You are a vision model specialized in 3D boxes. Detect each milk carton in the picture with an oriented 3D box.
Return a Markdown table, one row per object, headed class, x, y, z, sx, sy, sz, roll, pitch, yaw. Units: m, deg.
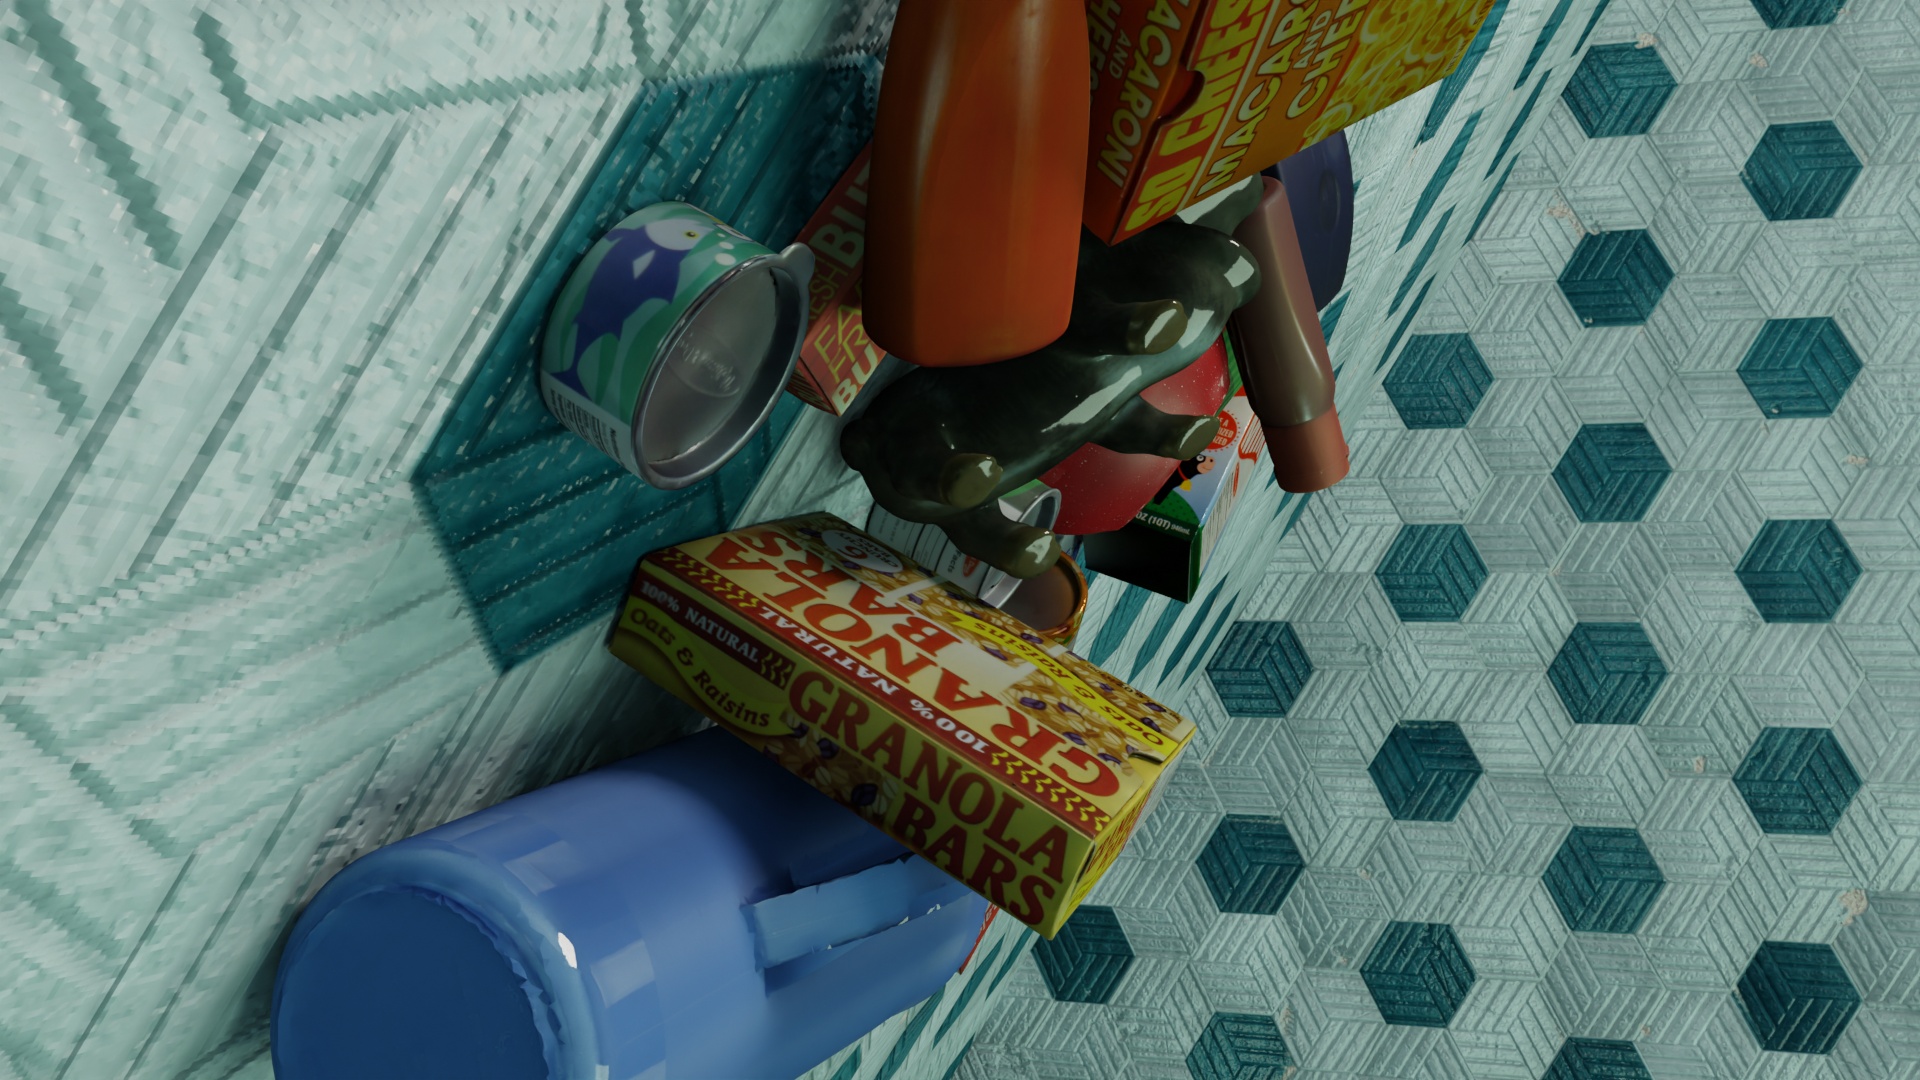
| class | x | y | z | sx | sy | sz | roll | pitch | yaw |
| --- | --- | --- | --- | --- | --- | --- | --- | --- | --- |
| milk carton | 0.145 | -0.064 | 0.863 | 0.191 | 0.072 | 0.073 | -60 | 158 | -27 |

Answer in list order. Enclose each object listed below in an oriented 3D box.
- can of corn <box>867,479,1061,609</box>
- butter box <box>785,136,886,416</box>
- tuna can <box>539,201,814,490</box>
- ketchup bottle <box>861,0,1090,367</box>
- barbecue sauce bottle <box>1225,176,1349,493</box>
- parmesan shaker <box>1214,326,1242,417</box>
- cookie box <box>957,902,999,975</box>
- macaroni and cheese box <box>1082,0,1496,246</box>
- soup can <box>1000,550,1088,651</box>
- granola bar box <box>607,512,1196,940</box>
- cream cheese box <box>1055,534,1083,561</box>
| class | x | y | z | sx | sy | sz | roll | pitch | yaw |
| --- | --- | --- | --- | --- | --- | --- | --- | --- | --- |
| can of corn | 0.002 | -0.008 | 0.602 | 0.071 | 0.058 | 0.071 | -52 | 163 | -22 |
| butter box | -0.024 | -0.091 | 0.426 | 0.103 | 0.024 | 0.053 | -56 | 164 | -9 |
| tuna can | -0.069 | -0.051 | 0.347 | 0.071 | 0.033 | 0.070 | -52 | 163 | -22 |
| ketchup bottle | 0.007 | -0.123 | 0.369 | 0.065 | 0.043 | 0.148 | -19 | 127 | -35 |
| barbecue sauce bottle | 0.152 | -0.095 | 0.666 | 0.065 | 0.043 | 0.148 | -66 | 139 | -60 |
| parmesan shaker | 0.131 | -0.100 | 0.799 | 0.103 | 0.071 | 0.071 | -50 | 162 | -27 |
| cookie box | 0.011 | 0.154 | 0.778 | 0.123 | 0.040 | 0.166 | -54 | 157 | -30 |
| macaroni and cheese box | 0.109 | -0.169 | 0.411 | 0.167 | 0.040 | 0.123 | -31 | 160 | -24 |
| soup can | 0.038 | 0.050 | 0.797 | 0.072 | 0.071 | 0.083 | -48 | 161 | -32 |
| granola bar box | -0.013 | 0.050 | 0.464 | 0.039 | 0.166 | 0.124 | -65 | 163 | 17 |
| cream cheese box | 0.050 | 0.021 | 0.869 | 0.053 | 0.024 | 0.103 | -36 | 153 | -51 |
